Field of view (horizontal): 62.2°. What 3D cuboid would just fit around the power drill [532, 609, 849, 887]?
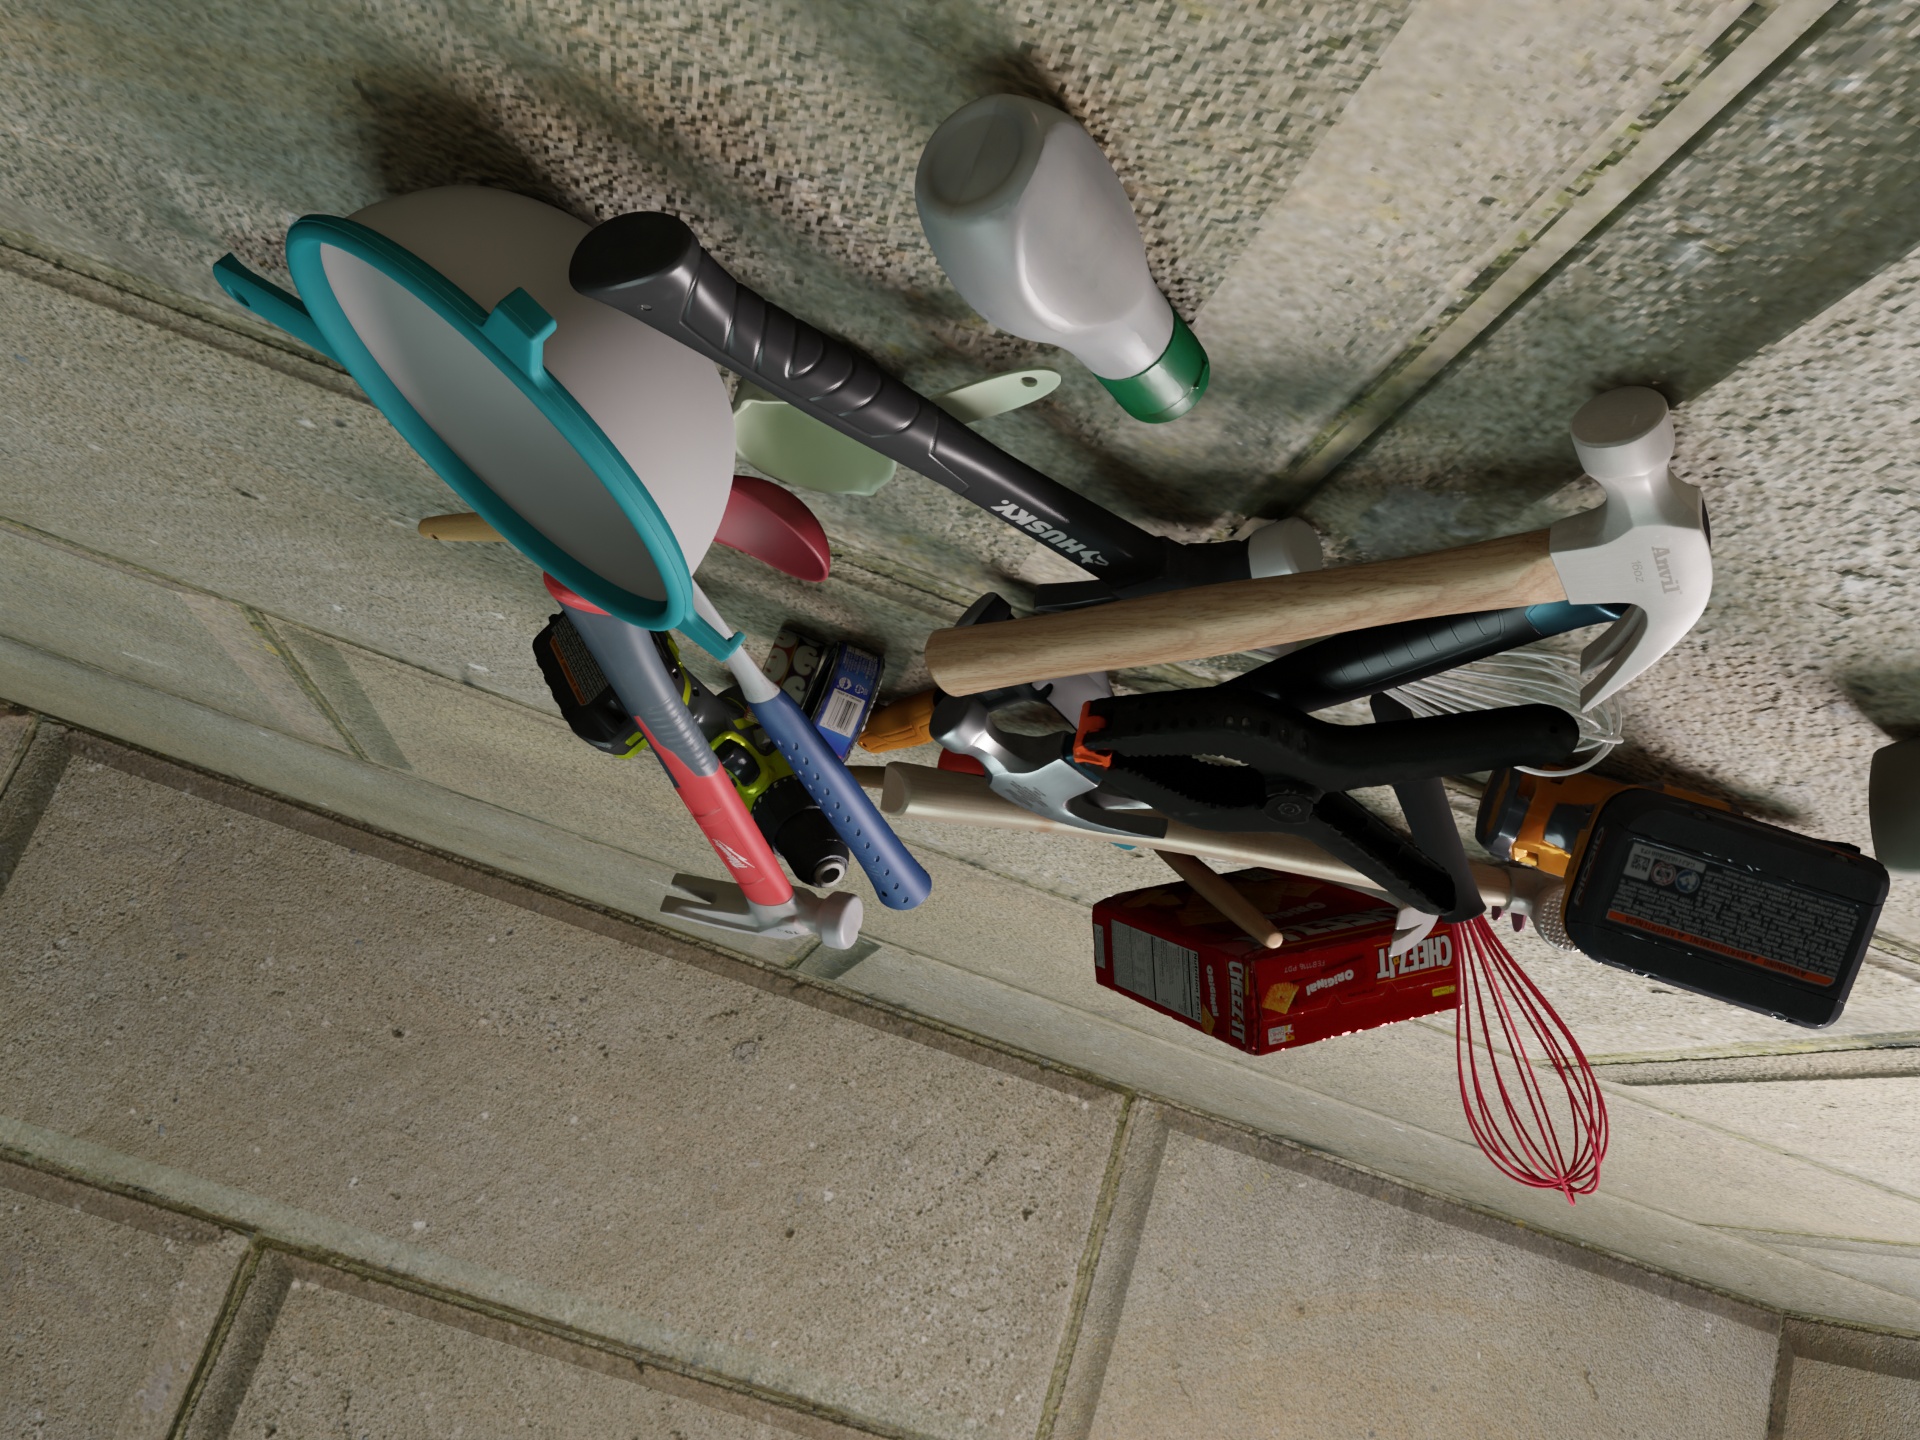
[{"bbox_3d":[-0.172,0.013,1.091,0.228,0.080,0.191,41,-171,-46],"label":"power drill"}]

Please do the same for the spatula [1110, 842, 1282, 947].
[{"bbox_3d":[0.148,0.106,1.123,0.082,0.044,0.318,28,-175,-19],"label":"spatula"}]

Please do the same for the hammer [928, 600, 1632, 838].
[{"bbox_3d":[0.142,-0.012,0.739,0.331,0.033,0.128,-21,134,41],"label":"hammer"}]

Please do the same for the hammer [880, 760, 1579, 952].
[{"bbox_3d":[0.157,0.070,0.950,0.410,0.038,0.146,9,-172,7],"label":"hammer"}]

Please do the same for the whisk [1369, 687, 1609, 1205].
[{"bbox_3d":[0.273,0.120,0.841,0.073,0.296,0.073,-21,-176,2],"label":"whisk"}]

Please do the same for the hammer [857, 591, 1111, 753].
[{"bbox_3d":[-0.002,-0.003,0.999,0.127,0.034,0.337,43,163,-12],"label":"hammer"}]

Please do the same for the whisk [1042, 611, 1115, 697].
[{"bbox_3d":[0.084,-0.003,0.954,0.055,0.055,0.238,11,158,23],"label":"whisk"}]

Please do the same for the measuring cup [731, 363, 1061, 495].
[{"bbox_3d":[-0.026,-0.138,0.668,0.167,0.038,0.083,-8,153,37],"label":"measuring cup"}]

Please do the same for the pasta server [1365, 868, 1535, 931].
[{"bbox_3d":[0.318,0.126,1.128,0.060,0.040,0.316,-3,176,-29],"label":"pasta server"}]

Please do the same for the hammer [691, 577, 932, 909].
[{"bbox_3d":[-0.117,-0.022,0.927,0.144,0.035,0.405,3,140,37],"label":"hammer"}]

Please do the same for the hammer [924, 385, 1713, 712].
[{"bbox_3d":[0.128,-0.043,0.651,0.331,0.031,0.129,-8,135,34],"label":"hammer"}]

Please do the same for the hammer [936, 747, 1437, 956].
[{"bbox_3d":[0.143,0.075,1.075,0.359,0.036,0.149,15,-165,24],"label":"hammer"}]

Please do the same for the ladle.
[{"bbox_3d":[-0.183,-0.099,0.811,0.315,0.031,0.069,5,147,38],"label":"ladle"}]

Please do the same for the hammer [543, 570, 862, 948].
[{"bbox_3d":[-0.172,0.029,0.947,0.143,0.038,0.385,7,148,18],"label":"hammer"}]

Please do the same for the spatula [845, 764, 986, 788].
[{"bbox_3d":[-0.005,0.042,1.111,0.316,0.018,0.059,1,133,53],"label":"spatula"}]

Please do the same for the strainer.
[{"bbox_3d":[-0.209,-0.169,0.688,0.341,0.095,0.210,31,159,34],"label":"strainer"}]

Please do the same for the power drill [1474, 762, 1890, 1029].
[{"bbox_3d":[0.360,0.077,0.765,0.185,0.084,0.226,17,-172,6],"label":"power drill"}]

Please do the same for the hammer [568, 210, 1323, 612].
[{"bbox_3d":[-0.008,-0.106,0.641,0.334,0.035,0.146,24,153,-39],"label":"hammer"}]

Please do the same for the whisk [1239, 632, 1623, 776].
[{"bbox_3d":[0.192,-0.028,0.765,0.246,0.058,0.059,18,-168,16],"label":"whisk"}]
